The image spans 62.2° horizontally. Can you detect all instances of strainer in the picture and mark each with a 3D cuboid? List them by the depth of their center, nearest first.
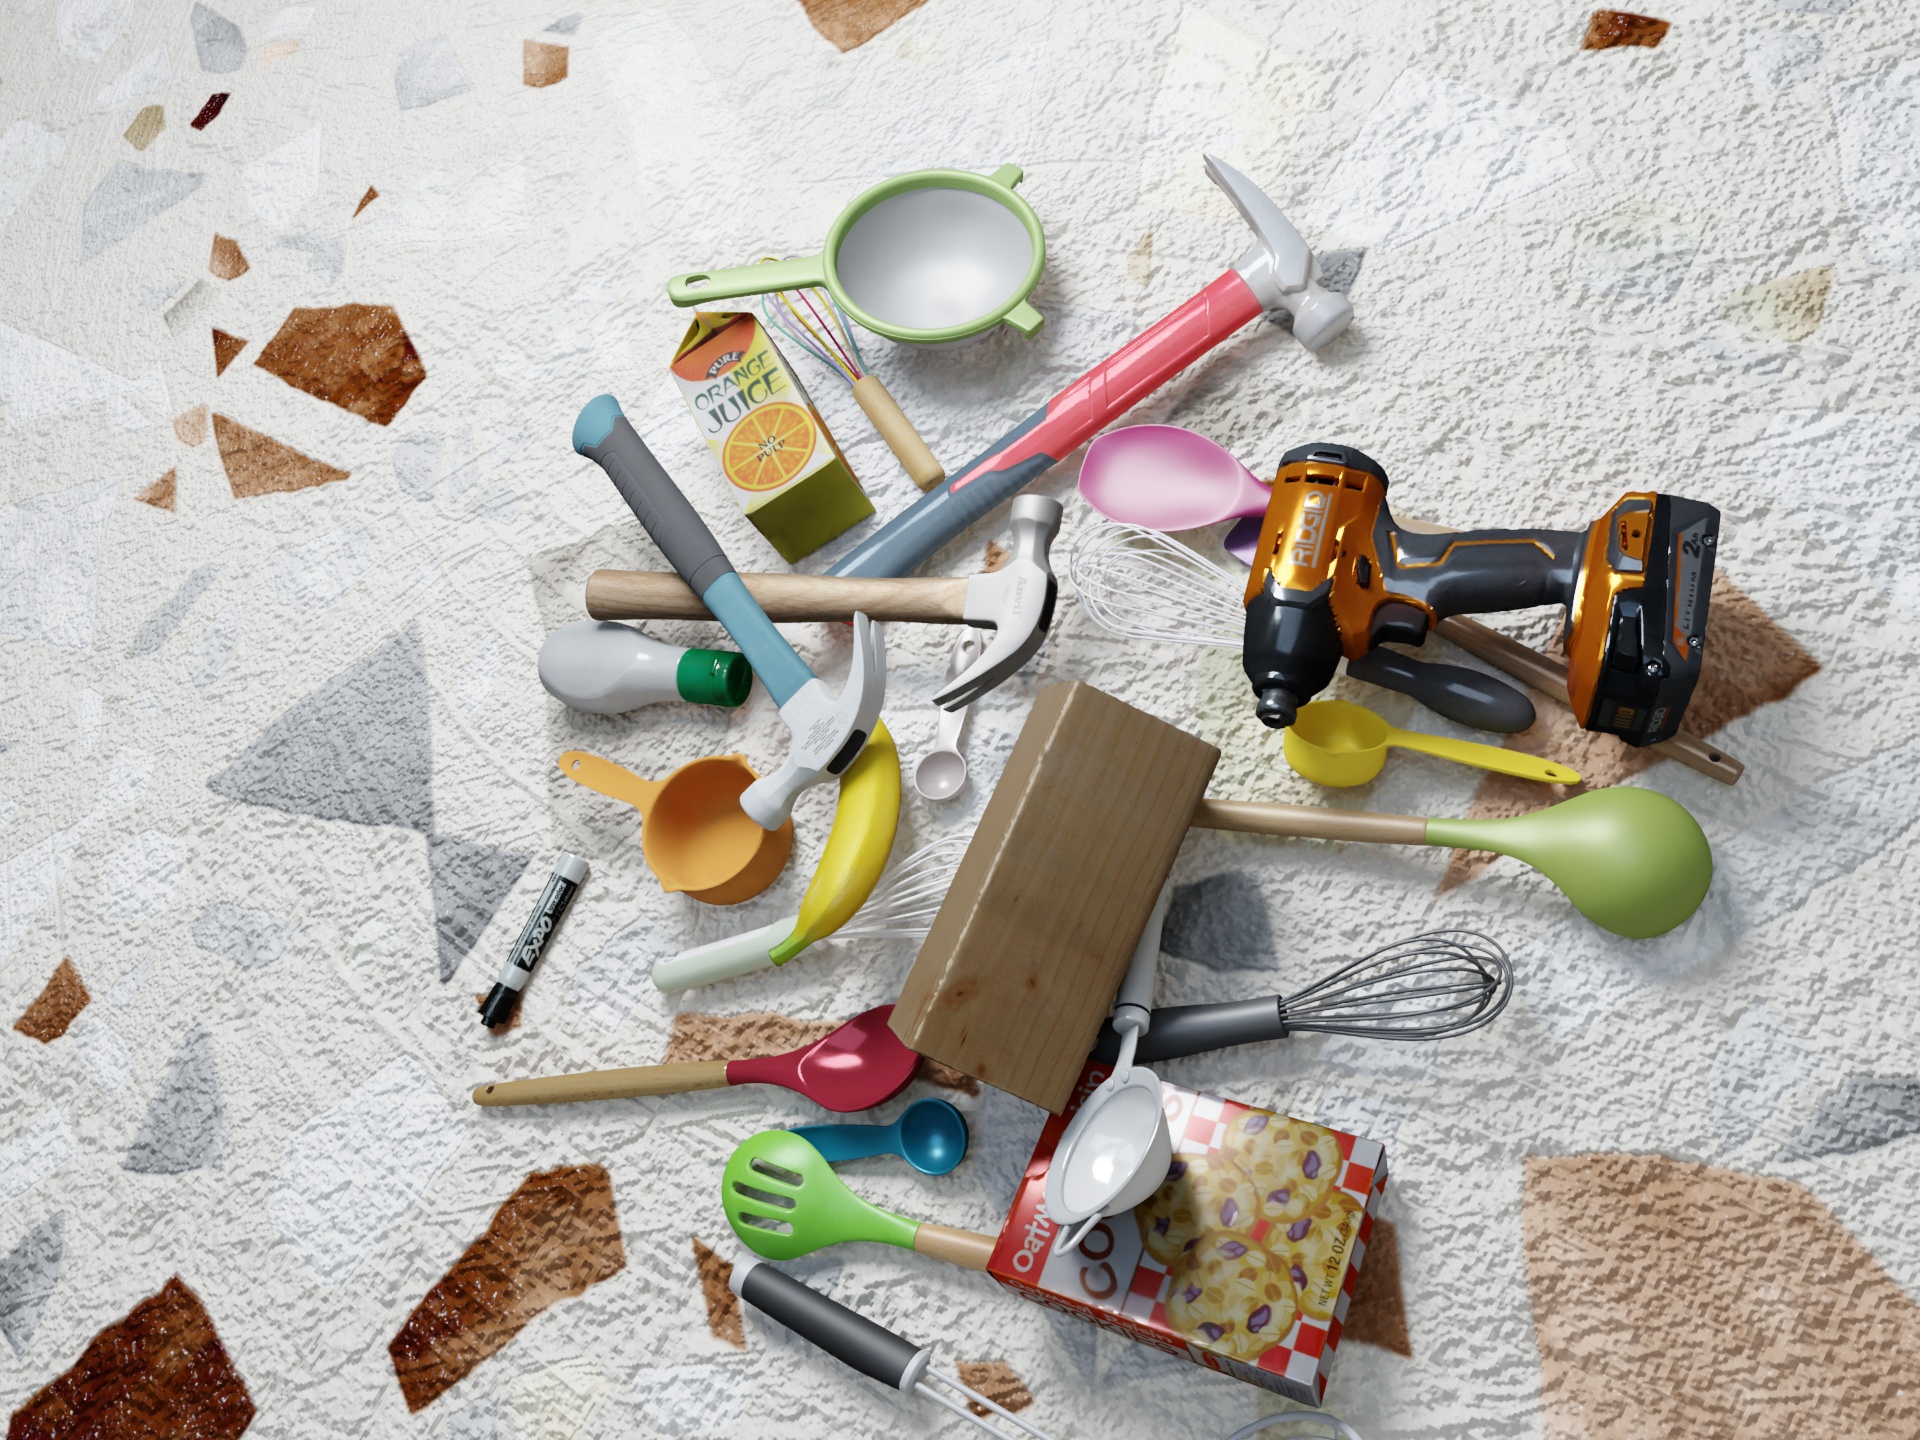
[{"bbox_3d":[0.090,0.162,0.819,0.087,0.050,0.259,-39,26,43],"label":"strainer"},{"bbox_3d":[-0.068,-0.293,1.091,0.256,0.069,0.152,-7,62,3],"label":"strainer"}]

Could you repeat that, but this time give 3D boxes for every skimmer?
[{"bbox_3d":[0.024,0.332,0.782,0.363,0.090,0.127,17,43,30],"label":"skimmer"}]

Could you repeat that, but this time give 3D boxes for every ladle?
[{"bbox_3d":[0.228,0.063,0.856,0.320,0.062,0.078,3,64,31],"label":"ladle"},{"bbox_3d":[-0.160,0.212,0.946,0.315,0.031,0.069,-10,41,21],"label":"ladle"}]

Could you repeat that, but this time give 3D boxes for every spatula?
[{"bbox_3d":[0.285,-0.050,0.889,0.316,0.018,0.060,35,77,31],"label":"spatula"}]

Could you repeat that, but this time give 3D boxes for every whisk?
[{"bbox_3d":[0.166,0.152,0.832,0.239,0.055,0.055,-14,63,21],"label":"whisk"},{"bbox_3d":[0.187,-0.050,0.909,0.285,0.070,0.070,22,77,24],"label":"whisk"},{"bbox_3d":[-0.079,0.122,0.945,0.246,0.058,0.059,-19,92,18],"label":"whisk"},{"bbox_3d":[-0.080,-0.247,1.112,0.051,0.047,0.245,-35,62,3],"label":"whisk"}]

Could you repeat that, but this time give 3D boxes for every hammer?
[{"bbox_3d":[-0.159,-0.091,1.000,0.128,0.033,0.331,-43,62,8],"label":"hammer"},{"bbox_3d":[-0.097,-0.075,1.004,0.331,0.031,0.130,3,76,25],"label":"hammer"},{"bbox_3d":[0.051,-0.197,1.022,0.386,0.038,0.143,-35,78,7],"label":"hammer"}]

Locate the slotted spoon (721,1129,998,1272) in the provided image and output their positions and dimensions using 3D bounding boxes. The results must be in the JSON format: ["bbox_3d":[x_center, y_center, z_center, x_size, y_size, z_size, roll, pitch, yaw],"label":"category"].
[{"bbox_3d":[0.002,0.280,0.851,0.314,0.031,0.070,7,81,23],"label":"slotted spoon"}]

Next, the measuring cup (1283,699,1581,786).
[{"bbox_3d":[0.252,0.024,0.863,0.156,0.029,0.062,12,31,13],"label":"measuring cup"}]

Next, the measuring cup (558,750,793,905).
[{"bbox_3d":[-0.182,0.059,1.011,0.174,0.052,0.095,20,76,30],"label":"measuring cup"}]

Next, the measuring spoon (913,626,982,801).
[{"bbox_3d":[-0.002,-0.003,0.990,0.034,0.018,0.124,0,61,22],"label":"measuring spoon"}]

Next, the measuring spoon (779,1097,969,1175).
[{"bbox_3d":[-0.050,0.236,0.900,0.128,0.021,0.042,-11,84,27],"label":"measuring spoon"}]

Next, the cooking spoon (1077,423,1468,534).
[{"bbox_3d":[0.219,-0.118,0.931,0.319,0.017,0.069,16,82,22],"label":"cooking spoon"}]

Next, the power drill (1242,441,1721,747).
[{"bbox_3d":[0.261,-0.055,0.830,0.226,0.084,0.164,11,66,18],"label":"power drill"}]
